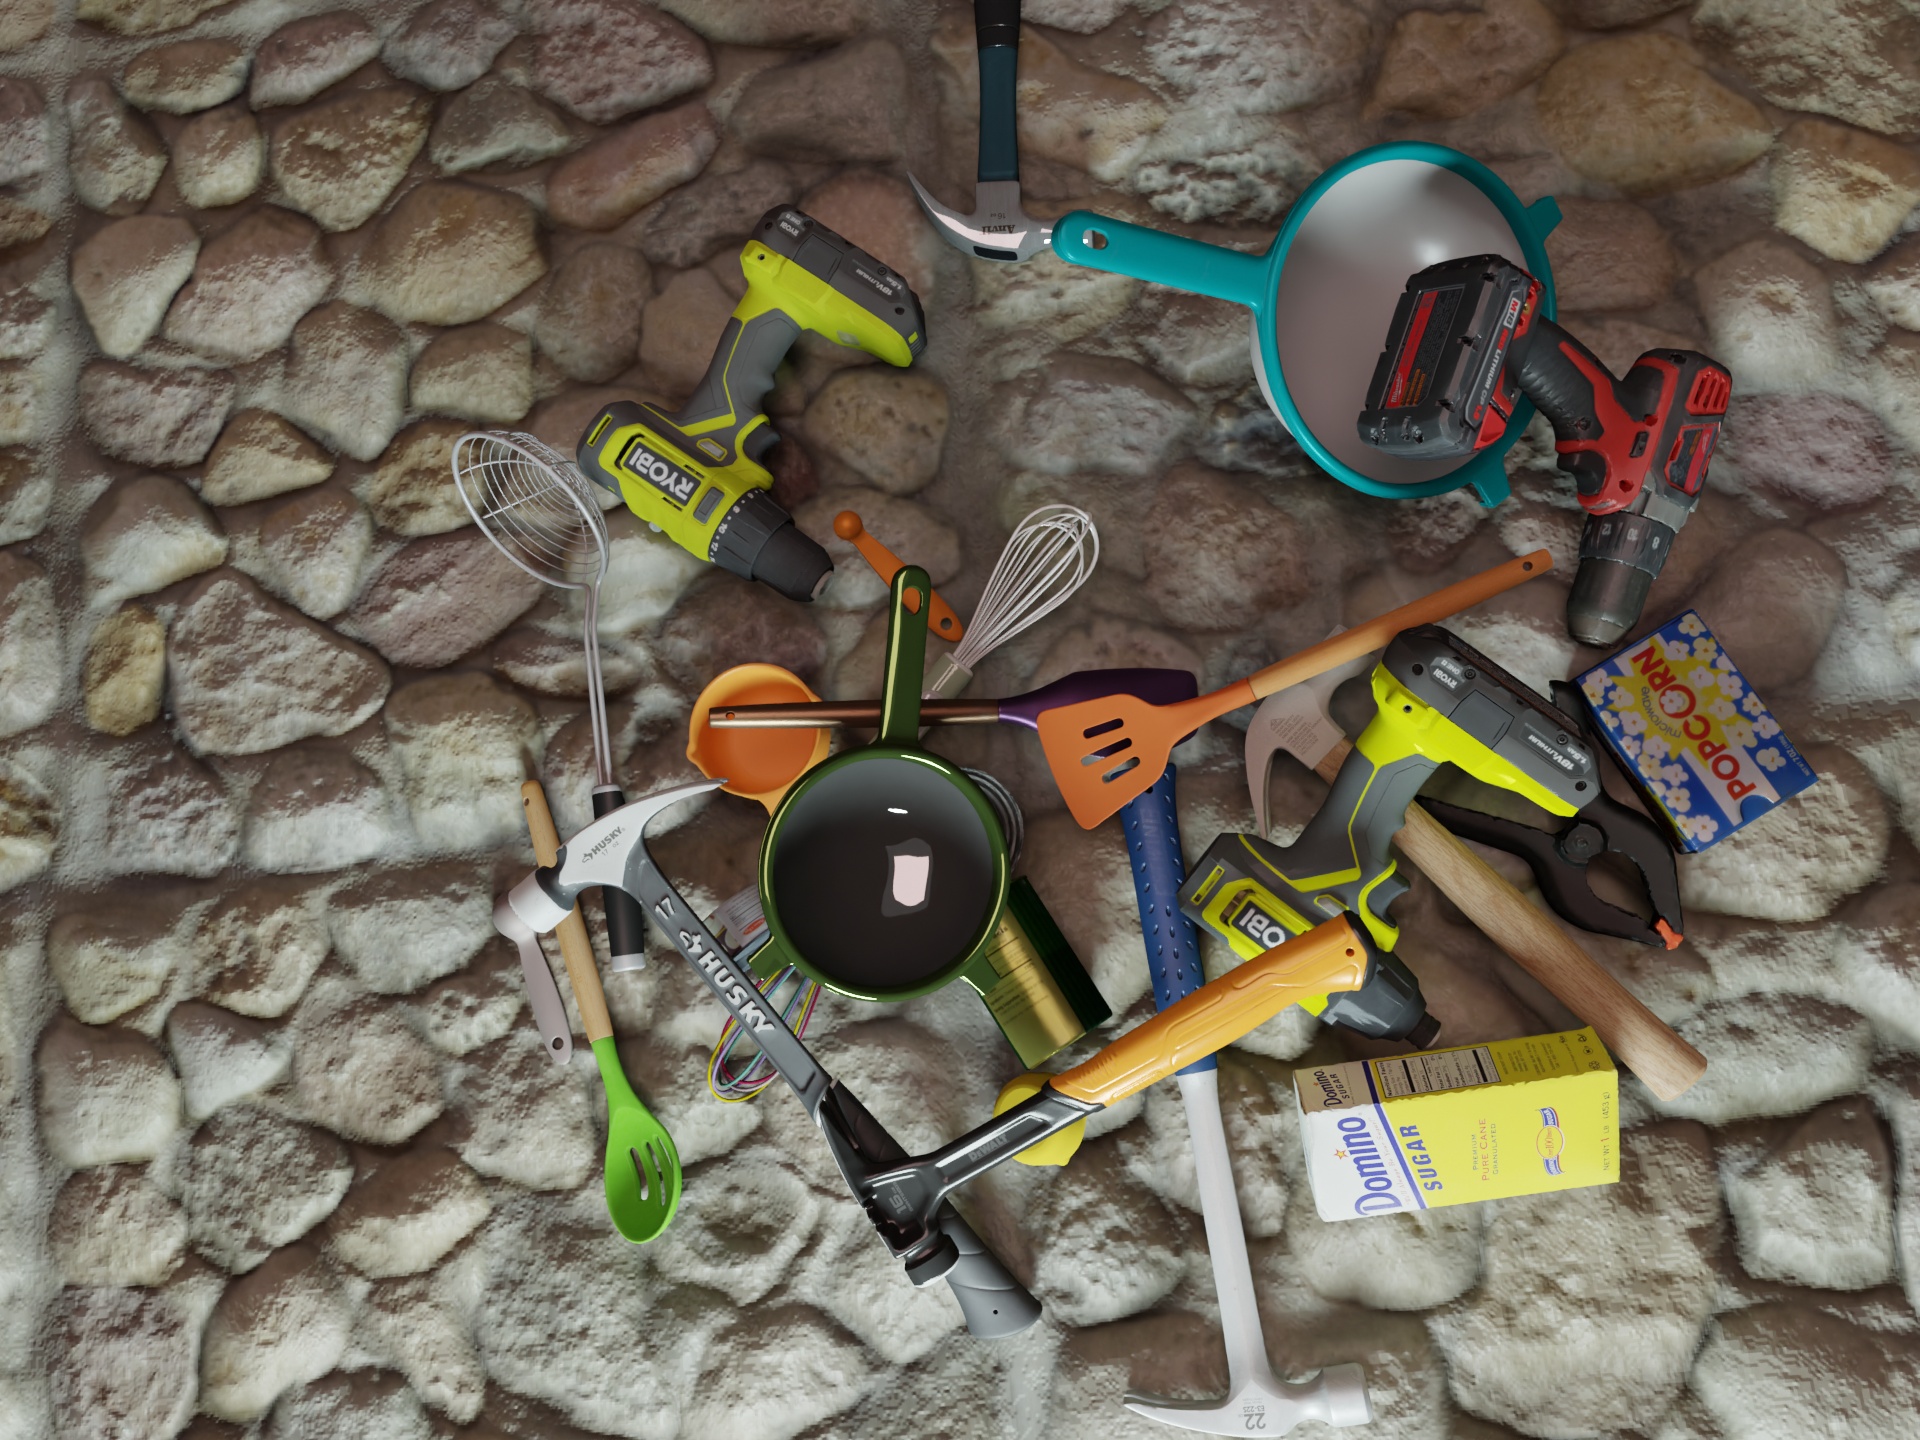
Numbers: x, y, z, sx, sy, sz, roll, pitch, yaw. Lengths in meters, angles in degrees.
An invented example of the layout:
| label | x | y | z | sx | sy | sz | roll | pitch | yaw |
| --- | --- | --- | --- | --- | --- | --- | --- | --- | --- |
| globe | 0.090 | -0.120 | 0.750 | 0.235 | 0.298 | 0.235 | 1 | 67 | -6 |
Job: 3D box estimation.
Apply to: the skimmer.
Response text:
| label | x | y | z | sx | sy | sz | roll | pitch | yaw |
| --- | --- | --- | --- | --- | --- | --- | --- | --- | --- |
| skimmer | -0.269 | -0.012 | 1.054 | 0.127 | 0.090 | 0.363 | -16 | 80 | 50 |

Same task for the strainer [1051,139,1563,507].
| label | x | y | z | sx | sy | sz | roll | pitch | yaw |
| --- | --- | --- | --- | --- | --- | --- | --- | --- | --- |
| strainer | 0.199 | -0.253 | 0.973 | 0.340 | 0.095 | 0.211 | 8 | 94 | -20 |

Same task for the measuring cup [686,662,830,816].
| label | x | y | z | sx | sy | sz | roll | pitch | yaw |
| --- | --- | --- | --- | --- | --- | --- | --- | --- | --- |
| measuring cup | -0.115 | 0.048 | 1.042 | 0.095 | 0.052 | 0.174 | -22 | 80 | 4 |

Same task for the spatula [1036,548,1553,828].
| label | x | y | z | sx | sy | sz | roll | pitch | yaw |
| --- | --- | --- | --- | --- | --- | --- | --- | --- | --- |
| spatula | 0.199 | -0.030 | 0.961 | 0.322 | 0.041 | 0.081 | -24 | 84 | 12 |

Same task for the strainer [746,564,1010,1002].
| label | x | y | z | sx | sy | sz | roll | pitch | yaw |
| --- | --- | --- | --- | --- | --- | --- | --- | --- | --- |
| strainer | -0.046 | 0.037 | 0.954 | 0.151 | 0.069 | 0.256 | 6 | 84 | -16 |

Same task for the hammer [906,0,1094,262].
| label | x | y | z | sx | sy | sz | roll | pitch | yaw |
| --- | --- | --- | --- | --- | --- | --- | --- | --- | --- |
| hammer | 0.028 | -0.481 | 1.116 | 0.128 | 0.033 | 0.331 | -1 | 81 | 7 |

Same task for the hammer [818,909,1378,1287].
| label | x | y | z | sx | sy | sz | roll | pitch | yaw |
| --- | --- | --- | --- | --- | --- | --- | --- | --- | --- |
| hammer | 0.082 | 0.197 | 0.915 | 0.337 | 0.034 | 0.127 | -31 | 93 | 10 |

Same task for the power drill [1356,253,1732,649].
| label | x | y | z | sx | sy | sz | roll | pitch | yaw |
| --- | --- | --- | --- | --- | --- | --- | --- | --- | --- |
| power drill | 0.352 | -0.159 | 0.953 | 0.226 | 0.080 | 0.188 | 19 | 90 | -25 |

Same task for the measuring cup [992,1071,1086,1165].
| label | x | y | z | sx | sy | sz | roll | pitch | yaw |
| --- | --- | --- | --- | --- | --- | --- | --- | --- | --- |
| measuring cup | 0.083 | 0.221 | 0.965 | 0.156 | 0.029 | 0.062 | -36 | 63 | 25 |

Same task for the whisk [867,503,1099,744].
| label | x | y | z | sx | sy | sz | roll | pitch | yaw |
| --- | --- | --- | --- | --- | --- | --- | --- | --- | --- |
| whisk | 0.004 | -0.042 | 1.043 | 0.057 | 0.059 | 0.246 | 39 | 93 | -15 |

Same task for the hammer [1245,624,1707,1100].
| label | x | y | z | sx | sy | sz | roll | pitch | yaw |
| --- | --- | --- | --- | --- | --- | --- | --- | --- | --- |
| hammer | 0.306 | 0.100 | 0.961 | 0.331 | 0.031 | 0.130 | 45 | 107 | 12 |

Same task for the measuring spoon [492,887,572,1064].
| label | x | y | z | sx | sy | sz | roll | pitch | yaw |
| --- | --- | --- | --- | --- | --- | --- | --- | --- | --- |
| measuring spoon | -0.285 | 0.171 | 1.063 | 0.034 | 0.018 | 0.124 | -22 | 79 | 4 |

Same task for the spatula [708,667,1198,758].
| label | x | y | z | sx | sy | sz | roll | pitch | yaw |
| --- | --- | --- | --- | --- | --- | --- | --- | --- | --- |
| spatula | -0.002 | -0.003 | 1.018 | 0.316 | 0.018 | 0.060 | -1 | 83 | -6 |

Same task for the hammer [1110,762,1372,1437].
| label | x | y | z | sx | sy | sz | roll | pitch | yaw |
| --- | --- | --- | --- | --- | --- | --- | --- | --- | --- |
| hammer | 0.142 | 0.229 | 0.982 | 0.144 | 0.035 | 0.406 | -10 | 80 | 6 |

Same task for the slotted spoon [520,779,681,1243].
| label | x | y | z | sx | sy | sz | roll | pitch | yaw |
| --- | --- | --- | --- | --- | --- | --- | --- | --- | --- |
| slotted spoon | -0.242 | 0.185 | 1.049 | 0.070 | 0.031 | 0.314 | -29 | 74 | 30 |

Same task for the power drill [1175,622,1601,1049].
| label | x | y | z | sx | sy | sz | roll | pitch | yaw |
| --- | --- | --- | --- | --- | --- | --- | --- | --- | --- |
| power drill | 0.256 | 0.072 | 0.921 | 0.171 | 0.080 | 0.223 | 37 | 109 | 7 |

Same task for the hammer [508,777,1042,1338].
| label | x | y | z | sx | sy | sz | roll | pitch | yaw |
| --- | --- | --- | --- | --- | --- | --- | --- | --- | --- |
| hammer | -0.090 | 0.214 | 0.973 | 0.149 | 0.036 | 0.409 | -40 | 92 | 5 |

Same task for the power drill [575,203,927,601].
| label | x | y | z | sx | sy | sz | roll | pitch | yaw |
| --- | --- | --- | --- | --- | --- | --- | --- | --- | --- |
| power drill | -0.123 | -0.209 | 1.073 | 0.190 | 0.080 | 0.228 | 34 | 89 | 7 |

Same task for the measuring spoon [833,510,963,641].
| label | x | y | z | sx | sy | sz | roll | pitch | yaw |
| --- | --- | --- | --- | --- | --- | --- | --- | --- | --- |
| measuring spoon | -0.039 | -0.094 | 1.049 | 0.117 | 0.011 | 0.021 | 45 | 83 | -13 |

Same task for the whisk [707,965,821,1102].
| label | x | y | z | sx | sy | sz | roll | pitch | yaw |
| --- | --- | --- | --- | --- | --- | --- | --- | --- | --- |
| whisk | -0.086 | 0.141 | 1.032 | 0.047 | 0.051 | 0.245 | 35 | 83 | -9 |
